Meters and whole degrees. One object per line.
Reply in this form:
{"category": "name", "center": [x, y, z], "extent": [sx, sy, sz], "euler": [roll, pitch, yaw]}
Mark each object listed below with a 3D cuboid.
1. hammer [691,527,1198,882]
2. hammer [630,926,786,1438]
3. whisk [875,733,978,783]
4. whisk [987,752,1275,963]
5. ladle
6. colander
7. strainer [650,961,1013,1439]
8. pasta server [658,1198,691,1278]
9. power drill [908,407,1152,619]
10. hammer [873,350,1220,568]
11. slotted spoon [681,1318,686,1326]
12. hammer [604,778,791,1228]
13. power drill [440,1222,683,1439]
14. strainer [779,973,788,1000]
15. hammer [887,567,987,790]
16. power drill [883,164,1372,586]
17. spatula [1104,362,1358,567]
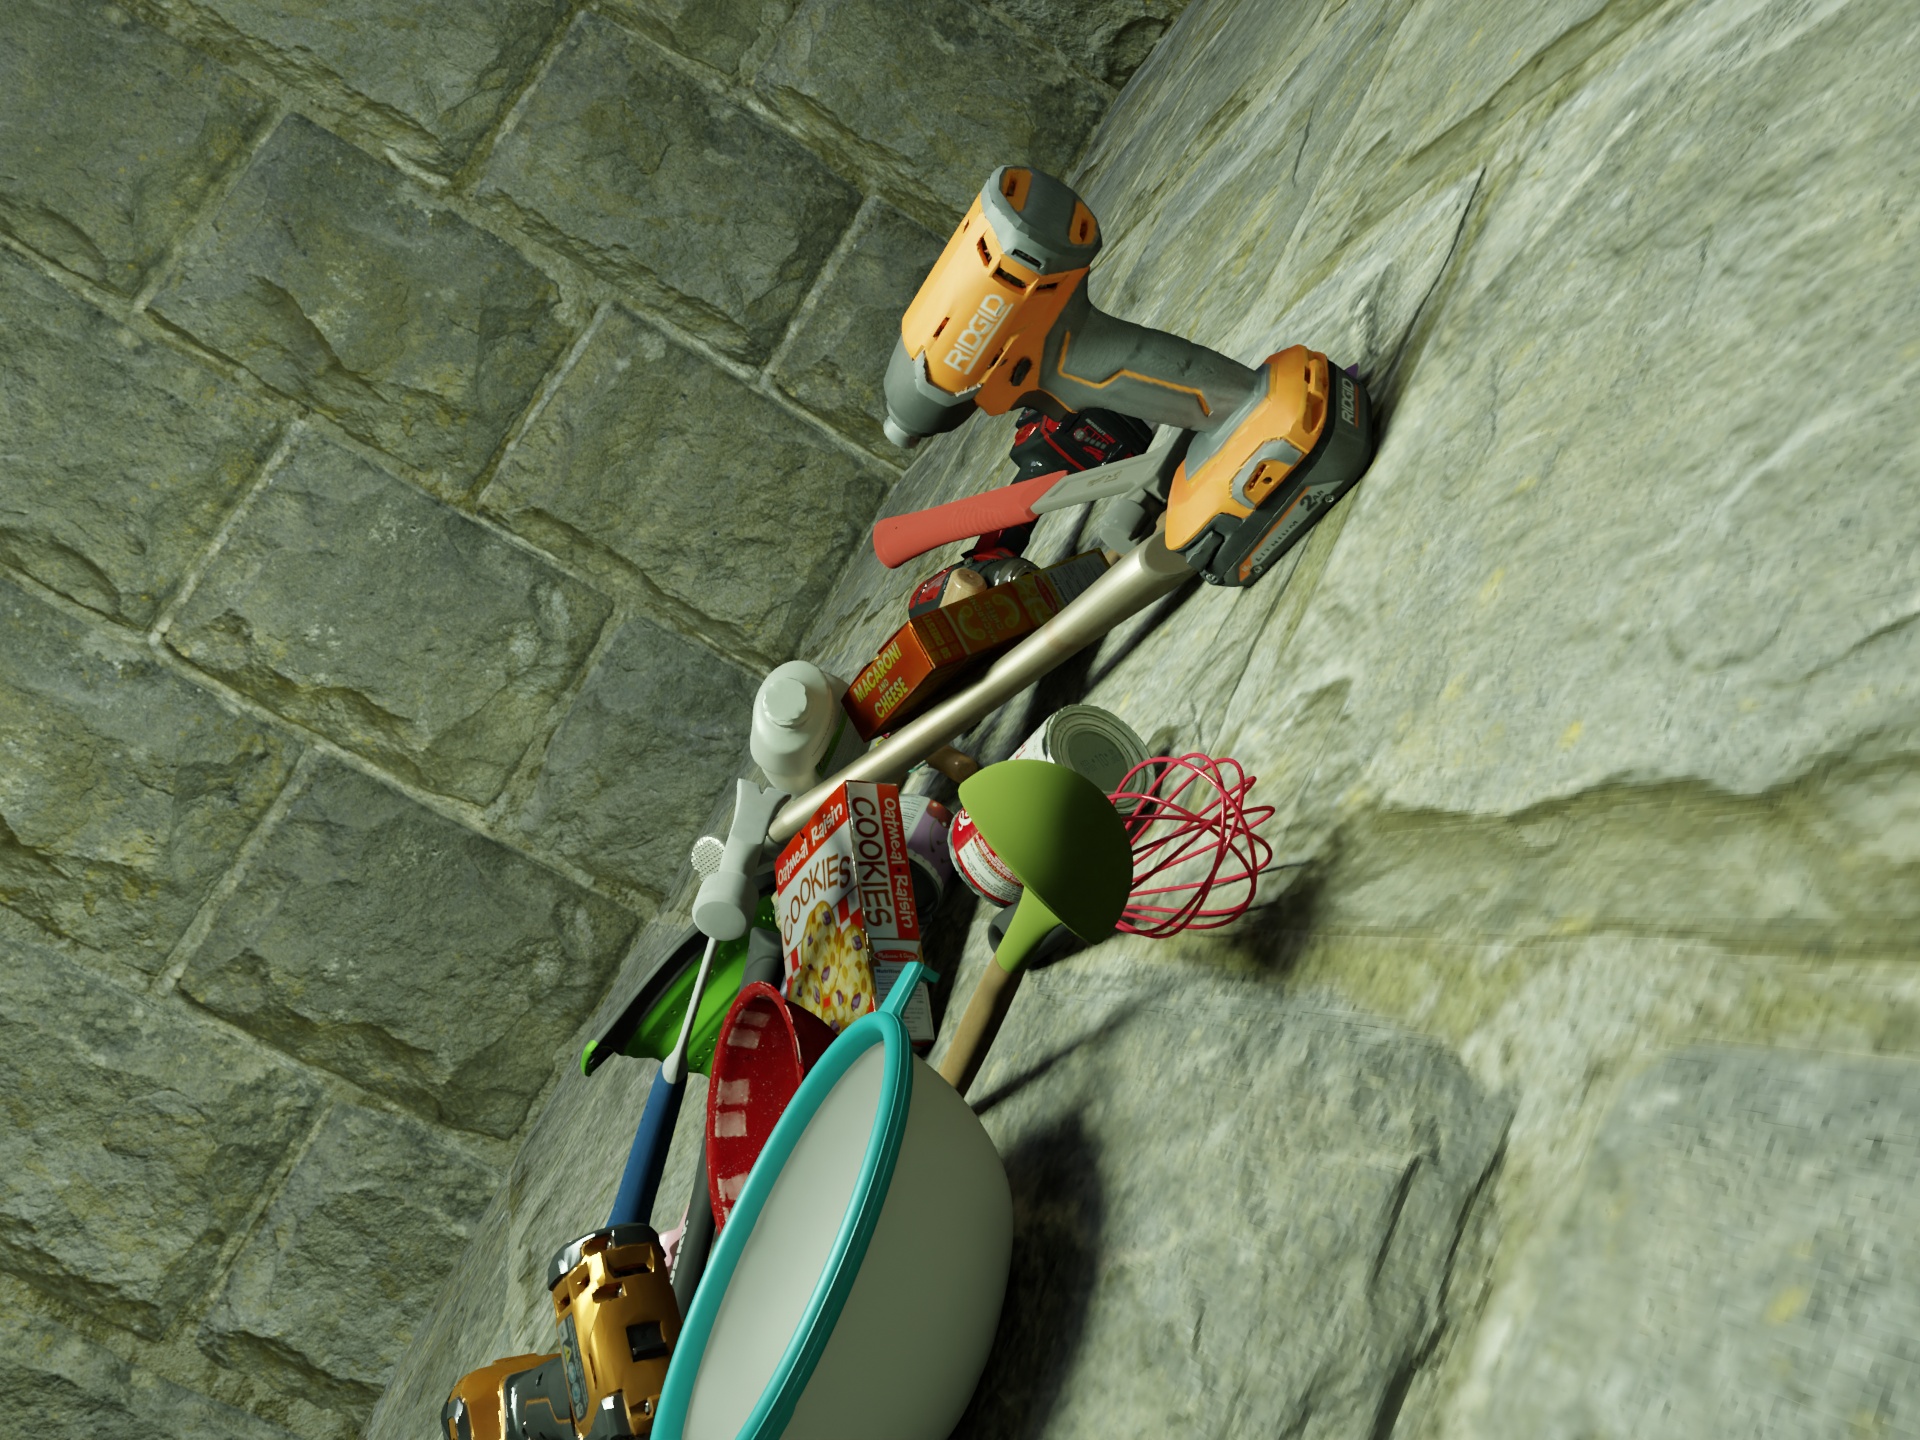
{"category": "hammer", "center": [-0.002, -0.003, 1.044], "extent": [0.410, 0.038, 0.146], "euler": [-35, -12, 32]}
{"category": "hammer", "center": [-0.160, 0.292, 1.015], "extent": [0.146, 0.035, 0.335], "euler": [140, 145, -61]}
{"category": "whisk", "center": [-0.027, 0.027, 1.286], "extent": [0.245, 0.047, 0.051], "euler": [-156, 78, -75]}
{"category": "whisk", "center": [0.063, 0.076, 0.712], "extent": [0.073, 0.073, 0.295], "euler": [-64, 6, -23]}
{"category": "ladle", "center": [0.007, 0.120, 0.684], "extent": [0.062, 0.078, 0.320], "euler": [-27, -26, -29]}
{"category": "colander", "center": [-0.146, 0.172, 1.341], "extent": [0.397, 0.094, 0.204], "euler": [-47, -6, -25]}
{"category": "strainer", "center": [-0.043, 0.264, 0.587], "extent": [0.211, 0.095, 0.341], "euler": [-56, 13, 28]}
{"category": "pasta server", "center": [-0.181, 0.318, 1.206], "extent": [0.316, 0.040, 0.060], "euler": [-62, 17, -20]}
{"category": "power drill", "center": [0.056, -0.159, 1.244], "extent": [0.227, 0.080, 0.188], "euler": [-57, 16, -15]}
{"category": "hammer", "center": [0.046, -0.161, 1.128], "extent": [0.359, 0.036, 0.149], "euler": [-4, 49, 57]}
{"category": "slotted spoon", "center": [-0.214, 0.398, 0.960], "extent": [0.313, 0.031, 0.070], "euler": [-48, 39, 49]}
{"category": "hammer", "center": [-0.180, 0.214, 1.030], "extent": [0.144, 0.035, 0.405], "euler": [-81, 10, -56]}
{"category": "power drill", "center": [-0.197, 0.395, 0.839], "extent": [0.226, 0.084, 0.186], "euler": [-51, 49, 39]}
{"category": "strainer", "center": [-0.123, 0.228, 1.099], "extent": [0.151, 0.069, 0.256], "euler": [-43, 18, 55]}
{"category": "hammer", "center": [-0.050, 0.031, 1.218], "extent": [0.130, 0.031, 0.331], "euler": [-87, 18, -61]}
{"category": "power drill", "center": [0.075, -0.160, 0.813], "extent": [0.164, 0.226, 0.084], "euler": [-48, 21, 44]}
{"category": "spatula", "center": [0.151, -0.136, 0.982], "extent": [0.316, 0.018, 0.060], "euler": [-31, 37, 67]}
